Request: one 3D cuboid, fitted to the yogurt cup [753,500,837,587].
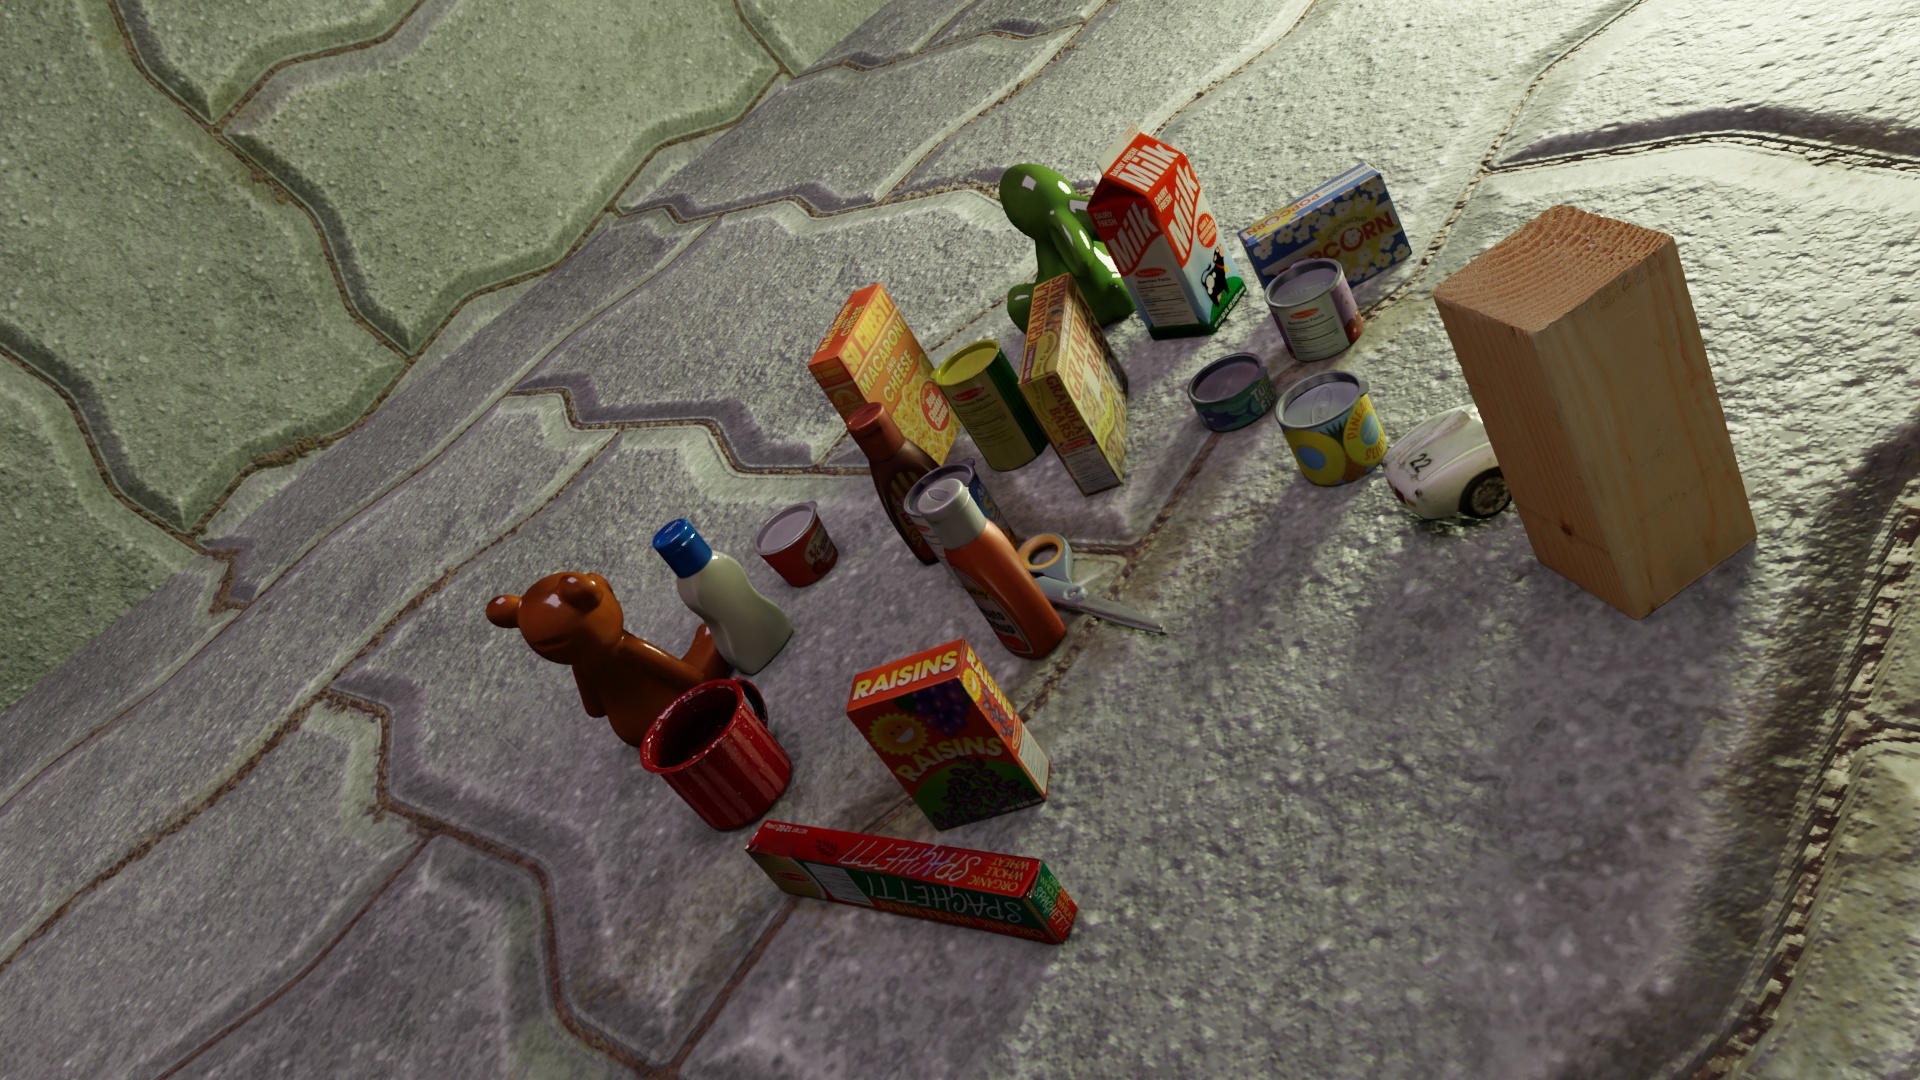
[{"bbox_3d":[-0.151,0.006,1.293,0.072,0.053,0.073,-24,31,16],"label":"yogurt cup"}]

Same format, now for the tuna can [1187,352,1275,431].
[{"bbox_3d":[0.225,-0.122,1.142,0.071,0.032,0.071,-24,31,16],"label":"tuna can"}]

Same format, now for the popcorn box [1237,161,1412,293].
[{"bbox_3d":[0.314,-0.257,1.199,0.126,0.085,0.038,-28,30,9],"label":"popcorn box"}]

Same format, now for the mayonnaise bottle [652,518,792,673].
[{"bbox_3d":[-0.208,0.045,1.197,0.041,0.147,0.065,7,49,49],"label":"mayonnaise bottle"}]

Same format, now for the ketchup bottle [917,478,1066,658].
[{"bbox_3d":[0.021,0.020,1.015,0.044,0.148,0.065,-44,31,-17],"label":"ketchup bottle"}]

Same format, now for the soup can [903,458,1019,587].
[{"bbox_3d":[0.004,-0.014,1.146,0.071,0.083,0.072,-24,31,16],"label":"soup can"}]

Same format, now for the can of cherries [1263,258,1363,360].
[{"bbox_3d":[0.294,-0.193,1.152,0.071,0.058,0.072,-24,31,16],"label":"can of cherries"}]

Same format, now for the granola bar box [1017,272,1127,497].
[{"bbox_3d":[0.099,-0.135,1.190,0.039,0.124,0.166,-20,33,23],"label":"granola bar box"}]

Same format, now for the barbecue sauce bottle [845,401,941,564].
[{"bbox_3d":[-0.044,-0.051,1.179,0.065,0.148,0.044,-30,30,7],"label":"barbecue sauce bottle"}]

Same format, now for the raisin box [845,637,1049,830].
[{"bbox_3d":[-0.006,0.129,0.910,0.086,0.123,0.040,-20,33,23],"label":"raisin box"}]

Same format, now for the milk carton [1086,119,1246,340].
[{"bbox_3d":[0.180,-0.280,1.255,0.073,0.190,0.073,2,45,46],"label":"milk carton"}]

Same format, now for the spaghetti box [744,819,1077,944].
[{"bbox_3d":[-0.038,0.216,0.887,0.250,0.050,0.029,-3,42,41],"label":"spaghetti box"}]

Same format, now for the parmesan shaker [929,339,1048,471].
[{"bbox_3d":[0.028,-0.121,1.258,0.071,0.102,0.072,-24,31,16],"label":"parmesan shaker"}]

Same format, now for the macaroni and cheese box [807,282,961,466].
[{"bbox_3d":[-0.068,-0.139,1.312,0.040,0.166,0.124,-13,36,31],"label":"macaroni and cheese box"}]

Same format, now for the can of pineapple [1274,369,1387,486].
[{"bbox_3d":[0.272,-0.082,1.014,0.071,0.057,0.071,-24,31,16],"label":"can of pineapple"}]
